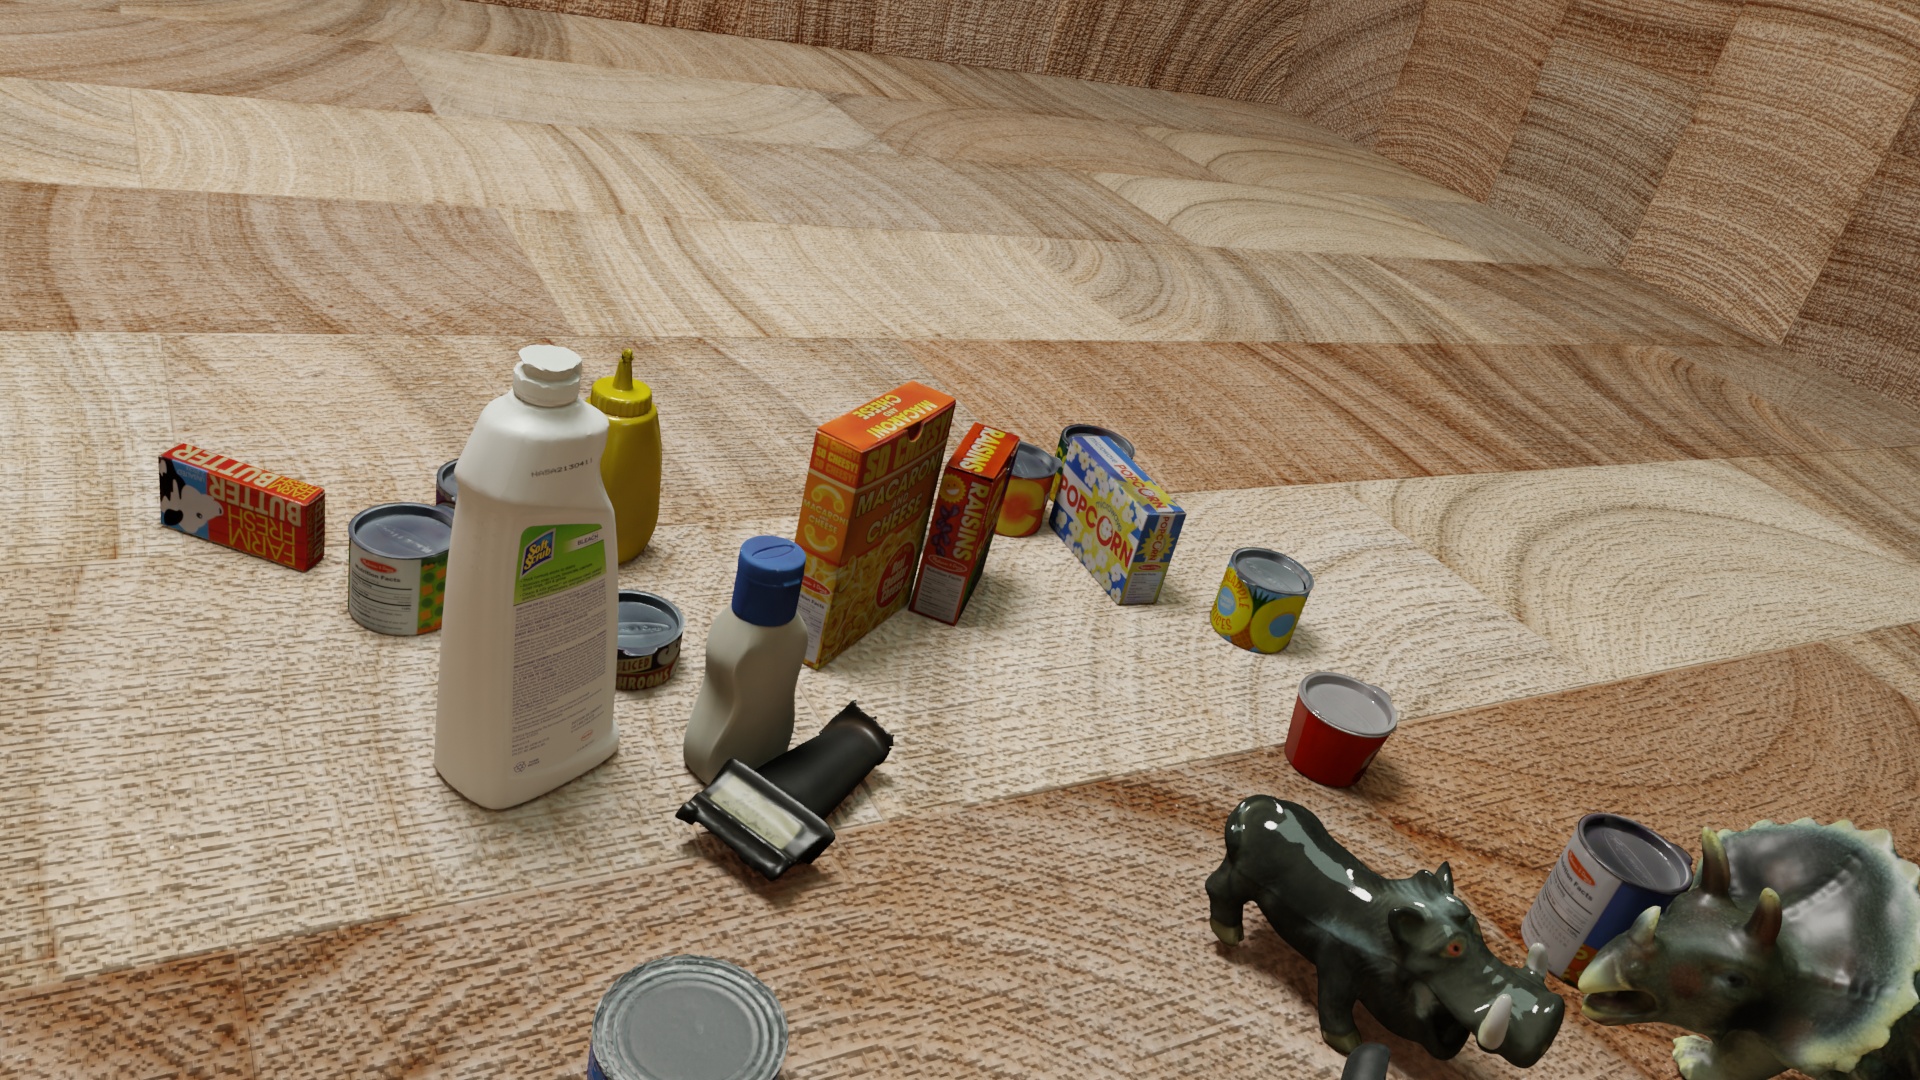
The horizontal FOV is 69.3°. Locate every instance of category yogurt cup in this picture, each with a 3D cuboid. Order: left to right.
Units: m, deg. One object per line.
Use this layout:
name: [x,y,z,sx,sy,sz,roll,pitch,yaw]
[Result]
yogurt cup: [0.255,0.130,0.943,0.072,0.053,0.073,11,29,-6]

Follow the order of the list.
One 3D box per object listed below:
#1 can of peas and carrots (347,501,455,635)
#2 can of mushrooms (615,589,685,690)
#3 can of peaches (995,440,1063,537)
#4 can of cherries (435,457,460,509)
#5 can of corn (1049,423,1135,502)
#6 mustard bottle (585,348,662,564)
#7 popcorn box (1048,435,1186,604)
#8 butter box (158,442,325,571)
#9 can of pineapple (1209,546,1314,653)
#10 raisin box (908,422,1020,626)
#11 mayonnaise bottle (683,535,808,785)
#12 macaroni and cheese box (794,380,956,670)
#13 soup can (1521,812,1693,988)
can of peas and carrots: [-0.343,0.016,0.863,0.071,0.058,0.071,11,29,-6]
can of mushrooms: [-0.207,0.063,0.869,0.071,0.033,0.071,11,29,-6]
can of peaches: [0.044,-0.043,1.148,0.071,0.057,0.071,11,29,-6]
can of cherries: [-0.319,-0.016,0.931,0.071,0.058,0.072,11,29,-6]
can of corn: [0.111,-0.060,1.208,0.071,0.058,0.071,11,29,-6]
mustard bottle: [-0.234,-0.060,0.943,0.049,0.159,0.065,29,32,25]
popcorn box: [0.122,-0.018,1.112,0.038,0.084,0.127,-2,33,-27]
butter box: [-0.456,-0.021,0.883,0.103,0.052,0.024,17,29,5]
can of pineapple: [0.231,0.046,1.077,0.071,0.057,0.071,11,29,-6]
raisin box: [0.004,-0.013,1.007,0.040,0.122,0.086,19,29,7]
mayonnaise bottle: [-0.117,0.068,0.784,0.065,0.147,0.041,-16,40,-43]
macaroni and cheese box: [-0.062,-0.012,0.931,0.040,0.165,0.124,25,30,19]
soup can: [0.383,0.215,0.822,0.071,0.083,0.072,11,29,-6]
